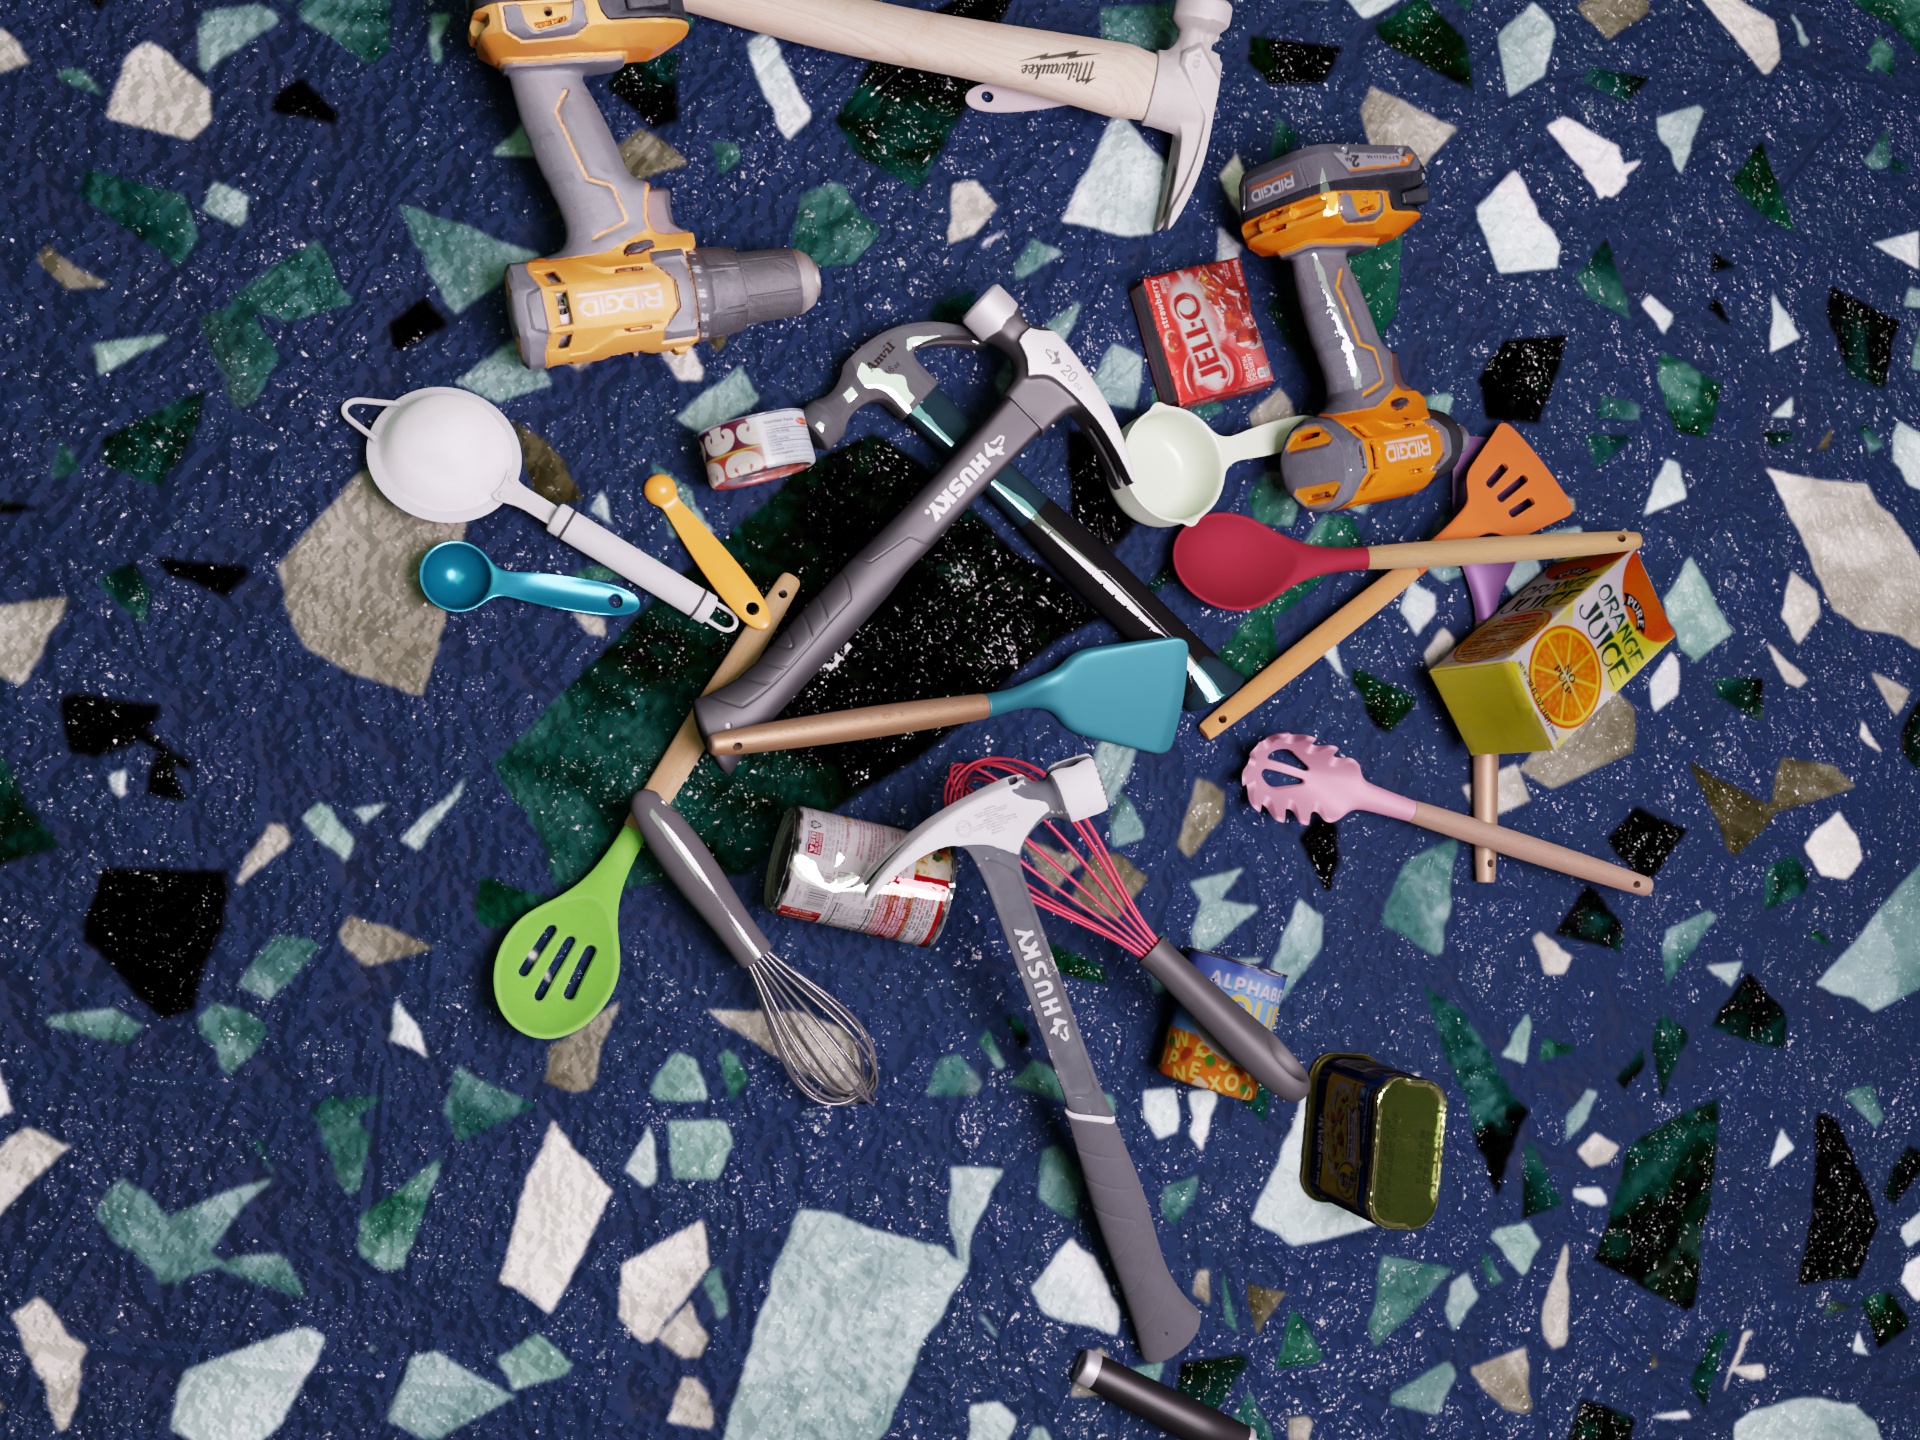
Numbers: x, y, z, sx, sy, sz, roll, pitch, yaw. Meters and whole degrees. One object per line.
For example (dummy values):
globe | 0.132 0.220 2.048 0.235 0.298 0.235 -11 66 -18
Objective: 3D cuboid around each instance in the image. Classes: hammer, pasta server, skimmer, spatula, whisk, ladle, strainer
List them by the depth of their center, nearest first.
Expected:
strainer | -0.241 -0.124 0.936 0.258 0.050 0.087 31 65 -16
whisk | -0.122 0.137 0.946 0.055 0.055 0.239 -37 102 -14
hammer | 0.068 0.225 0.964 0.149 0.036 0.408 -19 108 1
hammer | -0.036 -0.098 0.965 0.146 0.035 0.335 44 80 -10
spatula | -0.002 -0.003 0.972 0.317 0.044 0.082 -9 118 -30
whisk | 0.104 0.127 0.983 0.296 0.073 0.073 43 77 5
hammer | -0.035 -0.421 1.001 0.410 0.038 0.146 8 101 -13
hammer | 0.056 -0.123 1.025 0.331 0.033 0.128 43 78 -11
skimmer | 0.234 0.498 1.056 0.363 0.090 0.127 27 83 -3
ladle | 0.297 -0.112 1.060 0.315 0.031 0.069 -3 77 -1
pasta server | 0.334 0.072 1.082 0.316 0.040 0.060 18 100 -9
spatula | 0.289 -0.088 1.090 0.322 0.041 0.081 -37 89 -7
spatula | 0.373 -0.044 1.122 0.059 0.018 0.316 3 86 -14

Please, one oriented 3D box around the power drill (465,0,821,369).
power drill | -0.185 -0.328 0.929 0.185 0.084 0.226 -12 102 -16

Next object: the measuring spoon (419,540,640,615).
measuring spoon | -0.255 -0.077 0.943 0.128 0.021 0.042 8 79 -25

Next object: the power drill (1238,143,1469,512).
power drill | 0.273 -0.260 1.064 0.164 0.084 0.226 -14 96 -37

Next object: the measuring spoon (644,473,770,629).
measuring spoon | -0.153 -0.103 0.965 0.021 0.011 0.117 -37 89 -14

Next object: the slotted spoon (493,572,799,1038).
slotted spoon | -0.179 0.045 0.953 0.070 0.031 0.314 32 78 -14

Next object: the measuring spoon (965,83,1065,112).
measuring spoon | 0.063 -0.415 1.045 0.124 0.018 0.034 -11 91 -16

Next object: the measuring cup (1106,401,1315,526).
measuring cup | 0.170 -0.177 1.062 0.167 0.038 0.083 -18 93 -26
